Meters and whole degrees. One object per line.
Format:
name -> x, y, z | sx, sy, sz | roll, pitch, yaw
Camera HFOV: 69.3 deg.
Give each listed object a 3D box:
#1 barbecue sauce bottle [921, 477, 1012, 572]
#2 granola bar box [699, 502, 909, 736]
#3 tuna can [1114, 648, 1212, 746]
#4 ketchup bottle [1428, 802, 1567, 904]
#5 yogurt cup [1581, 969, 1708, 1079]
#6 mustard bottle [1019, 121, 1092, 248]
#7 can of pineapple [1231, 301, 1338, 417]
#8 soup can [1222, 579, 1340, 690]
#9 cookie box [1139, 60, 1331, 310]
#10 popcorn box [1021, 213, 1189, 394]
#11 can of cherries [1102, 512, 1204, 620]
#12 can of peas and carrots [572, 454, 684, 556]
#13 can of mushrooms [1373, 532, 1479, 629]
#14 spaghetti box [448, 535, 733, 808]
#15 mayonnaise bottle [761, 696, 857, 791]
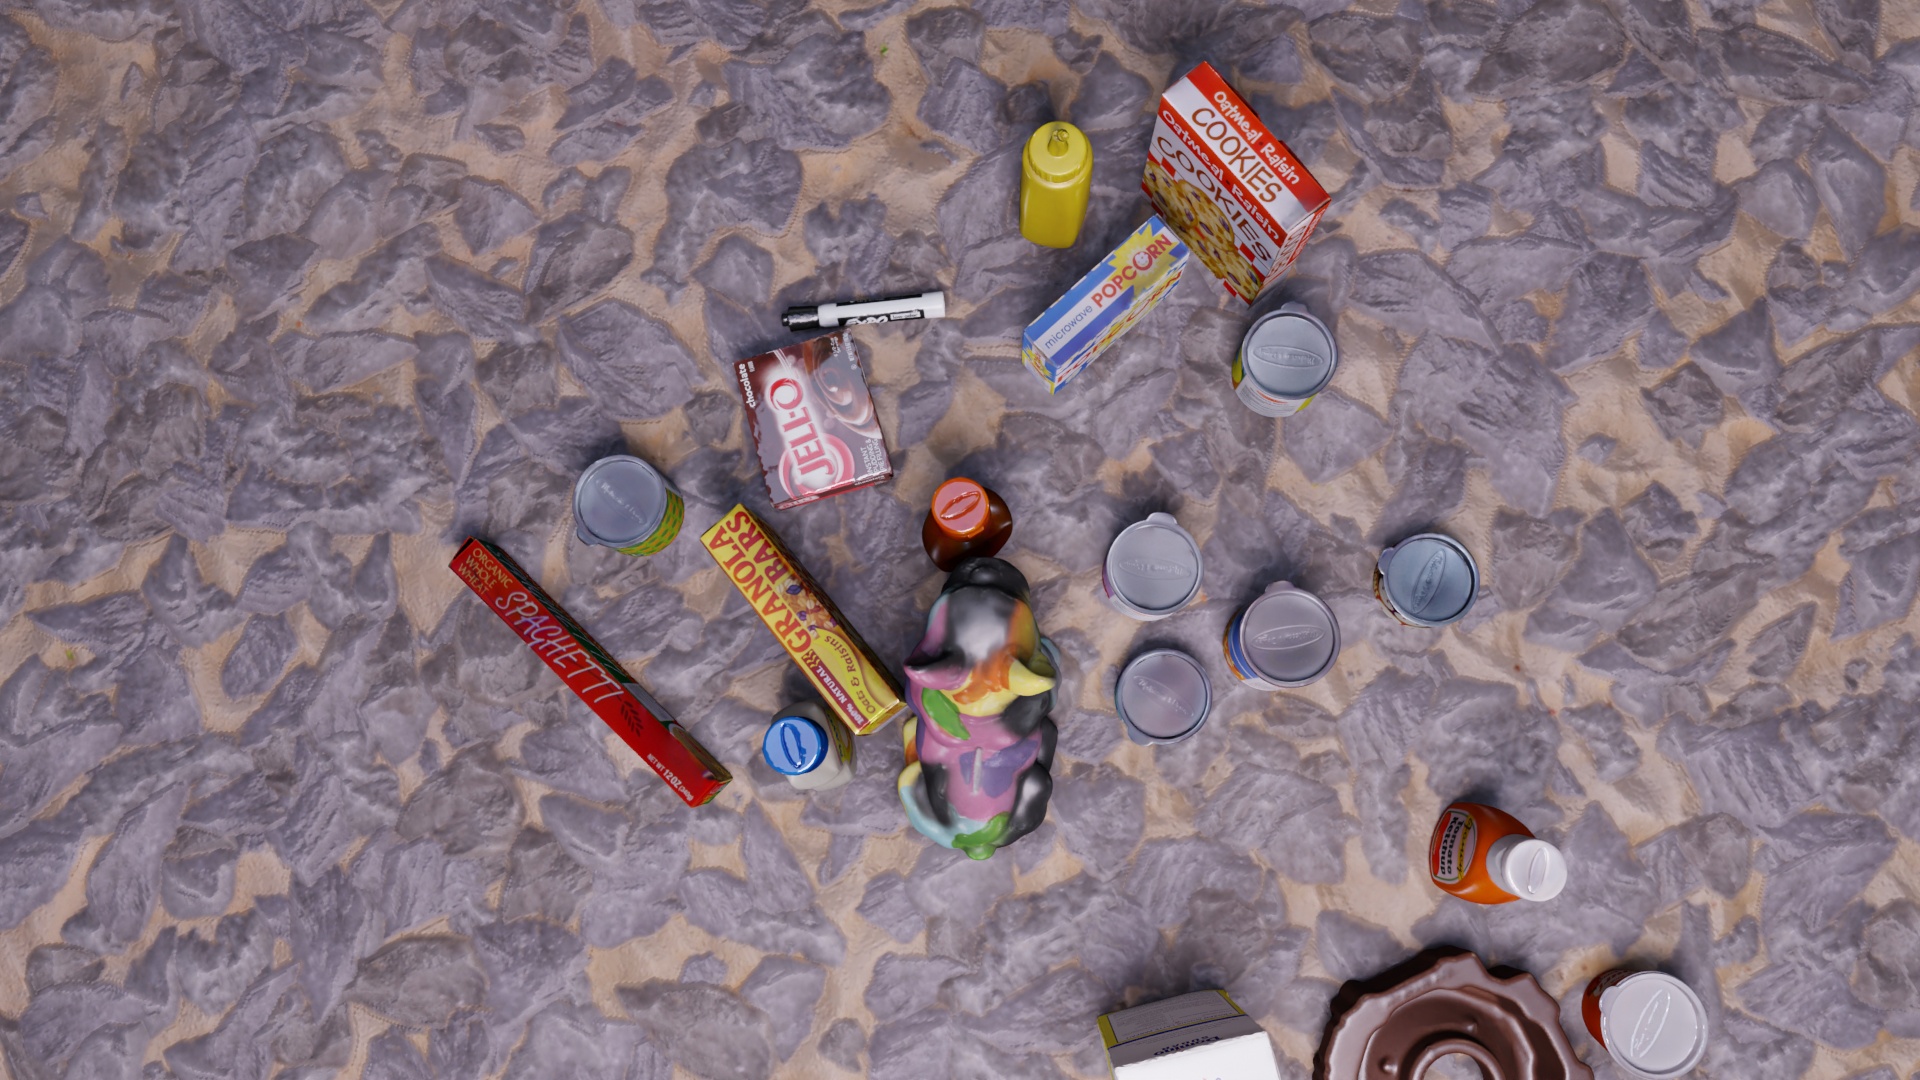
barbecue sauce bottle -> 0.003, -0.012, 0.935 | 0.065, 0.148, 0.044 | -30, 82, -2
granola bar box -> -0.102, 0.058, 0.941 | 0.039, 0.124, 0.165 | -39, 82, -3
tuna can -> 0.140, 0.111, 0.970 | 0.071, 0.033, 0.071 | 0, 82, 2
ketchup bottle -> 0.344, 0.204, 0.890 | 0.043, 0.148, 0.065 | 15, 83, 4
yogurt cup -> 0.448, 0.316, 0.918 | 0.072, 0.054, 0.072 | 0, 82, 2
mustard bottle -> 0.066, -0.253, 0.962 | 0.049, 0.160, 0.065 | 12, 83, 4
can of pineapple -> 0.230, -0.127, 0.988 | 0.071, 0.058, 0.071 | 0, 82, 2
soup can -> 0.217, 0.066, 0.948 | 0.071, 0.083, 0.071 | 0, 82, 2
cookie box -> 0.183, -0.238, 0.951 | 0.040, 0.167, 0.123 | -40, 82, -3
popcorn box -> 0.101, -0.165, 0.985 | 0.127, 0.085, 0.038 | -42, 83, -4
can of cherries -> 0.134, 0.019, 0.971 | 0.071, 0.058, 0.071 | 0, 82, 2
can of peas and carrots -> -0.237, -0.022, 0.991 | 0.071, 0.058, 0.071 | 0, 82, 2
can of mushrooms -> 0.324, 0.028, 0.975 | 0.071, 0.033, 0.071 | 0, 82, 2
spaghetti box -> -0.261, 0.092, 0.980 | 0.250, 0.050, 0.029 | 43, 86, 7
mayonnaise bottle -> -0.099, 0.135, 0.918 | 0.041, 0.148, 0.065 | -19, 82, 0
